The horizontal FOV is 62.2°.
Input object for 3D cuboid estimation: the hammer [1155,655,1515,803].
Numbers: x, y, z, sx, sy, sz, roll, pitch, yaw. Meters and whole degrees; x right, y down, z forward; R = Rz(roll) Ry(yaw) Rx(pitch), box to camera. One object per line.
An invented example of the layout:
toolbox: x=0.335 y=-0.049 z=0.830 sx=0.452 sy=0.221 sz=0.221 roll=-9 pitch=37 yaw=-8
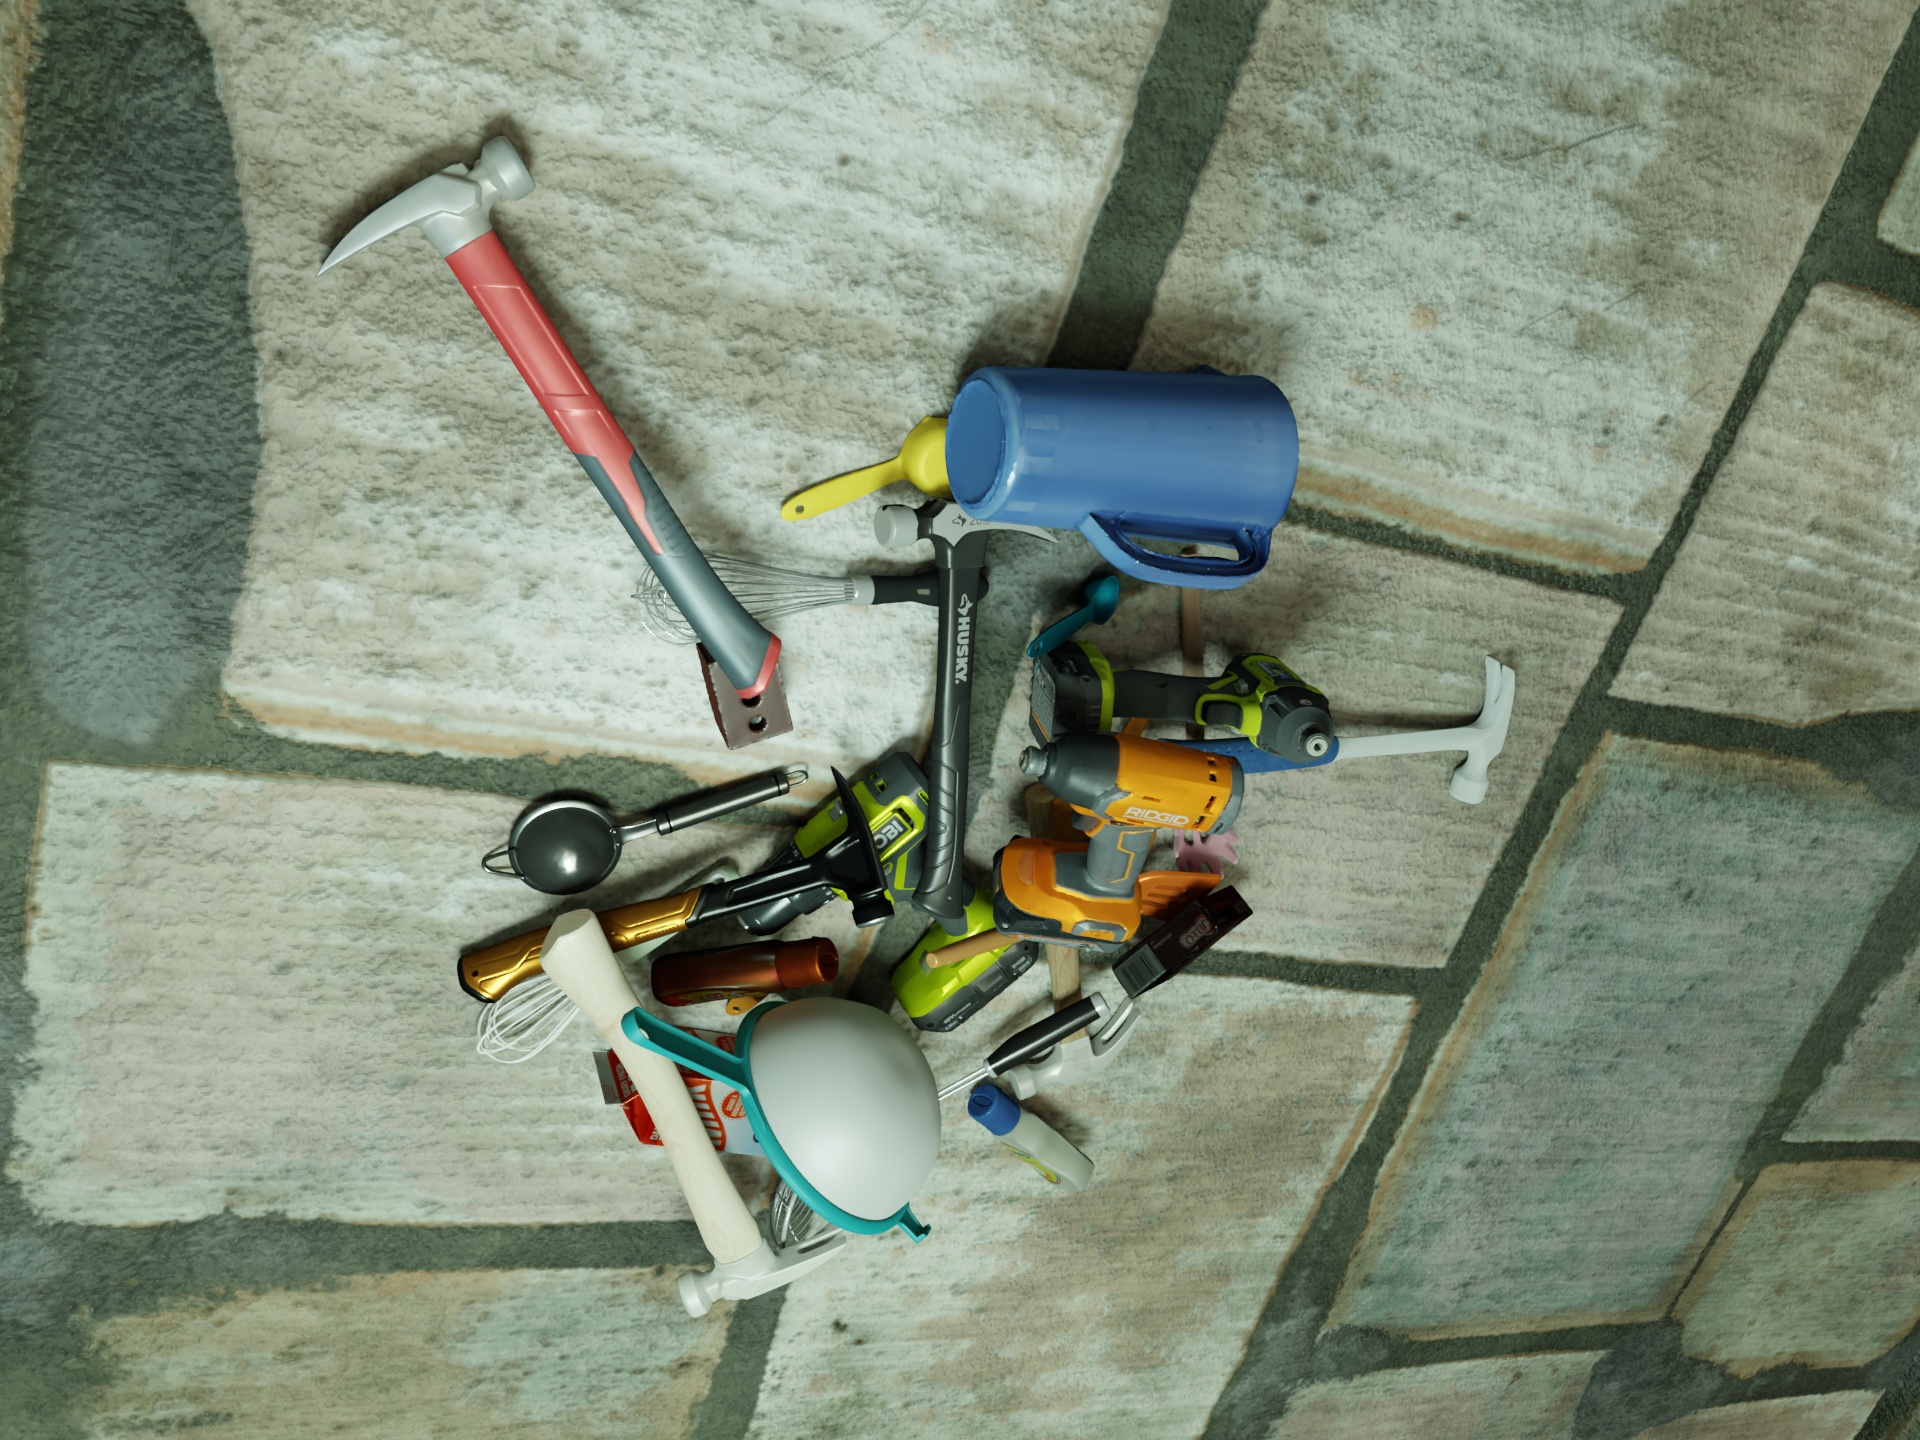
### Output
hammer: x=0.342 y=0.019 z=1.423 sx=0.405 sy=0.035 sz=0.144 roll=-3 pitch=117 yaw=-30

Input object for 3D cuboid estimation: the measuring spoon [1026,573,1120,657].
measuring spoon: x=0.084 y=-0.082 z=1.261 sx=0.128 sy=0.021 sz=0.042 roll=-35 pitch=136 yaw=-42

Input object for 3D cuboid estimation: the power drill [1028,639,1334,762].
power drill: x=0.176 y=-0.010 z=1.263 sx=0.223 sy=0.171 sz=0.080 roll=2 pitch=108 yaw=-8

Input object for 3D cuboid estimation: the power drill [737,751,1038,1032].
power drill: x=-0.057 y=0.157 z=1.327 sx=0.190 sy=0.080 sz=0.228 roll=-40 pitch=122 yaw=1

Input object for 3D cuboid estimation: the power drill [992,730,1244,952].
power drill: x=0.097 y=0.088 z=1.220 sx=0.164 sy=0.084 sz=0.226 roll=11 pitch=142 yaw=-14

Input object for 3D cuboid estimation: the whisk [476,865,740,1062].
whisk: x=-0.280 y=0.192 z=1.270 sx=0.246 sy=0.058 sz=0.059 roll=-34 pitch=159 yaw=-7

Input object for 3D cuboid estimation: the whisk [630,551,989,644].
whisk: x=-0.105 y=-0.096 z=1.184 sx=0.284 sy=0.070 sz=0.070 roll=-4 pitch=118 yaw=-28

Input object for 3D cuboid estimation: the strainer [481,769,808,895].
strainer: x=-0.238 y=0.082 z=1.229 sx=0.258 sy=0.050 sz=0.086 roll=-19 pitch=124 yaw=-18

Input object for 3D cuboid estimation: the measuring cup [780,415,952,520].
measuring cup: x=-0.057 y=-0.175 z=1.172 sx=0.156 sy=0.029 sz=0.062 roll=-23 pitch=123 yaw=-14

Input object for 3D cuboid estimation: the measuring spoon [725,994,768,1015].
measuring spoon: x=-0.164 y=0.223 z=1.320 sx=0.021 sy=0.011 sz=0.117 roll=30 pitch=132 yaw=-23

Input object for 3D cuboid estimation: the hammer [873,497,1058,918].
hammer: x=-0.002 y=-0.004 z=1.227 sx=0.146 sy=0.035 sz=0.334 roll=-7 pitch=109 yaw=-31

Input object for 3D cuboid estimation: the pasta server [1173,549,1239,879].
pasta server: x=0.206 y=0.001 z=1.380 sx=0.060 sy=0.040 sz=0.316 roll=-11 pitch=120 yaw=-7

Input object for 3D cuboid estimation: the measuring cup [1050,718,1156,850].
measuring cup: x=0.145 y=0.051 z=1.354 sx=0.095 sy=0.052 sz=0.173 roll=24 pitch=94 yaw=-40

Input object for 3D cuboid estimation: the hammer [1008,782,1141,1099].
hammer: x=0.093 y=0.199 z=1.441 sx=0.130 sy=0.031 sz=0.331 roll=-16 pitch=122 yaw=-15

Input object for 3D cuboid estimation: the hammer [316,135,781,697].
hammer: x=-0.247 y=-0.168 z=1.040 sx=0.143 sy=0.038 sz=0.386 roll=-32 pitch=111 yaw=-3

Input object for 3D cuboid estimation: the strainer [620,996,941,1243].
strainer: x=-0.117 y=0.273 z=1.254 sx=0.095 sy=0.211 sz=0.340 roll=-35 pitch=136 yaw=16

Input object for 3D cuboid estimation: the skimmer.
skimmer: x=-0.013 y=0.368 z=1.430 sx=0.363 sy=0.090 sz=0.127 roll=-30 pitch=147 yaw=2

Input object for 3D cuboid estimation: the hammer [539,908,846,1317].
hammer: x=-0.219 y=0.312 z=1.267 sx=0.146 sy=0.038 sz=0.410 roll=-22 pitch=120 yaw=-5

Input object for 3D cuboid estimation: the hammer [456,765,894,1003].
hammer: x=-0.227 y=0.142 z=1.232 sx=0.337 sy=0.034 sz=0.127 roll=-17 pitch=83 yaw=0

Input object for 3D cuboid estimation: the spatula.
spatula: x=0.096 y=0.172 z=1.352 sx=0.322 sy=0.041 sz=0.081 roll=-11 pitch=151 yaw=-43
